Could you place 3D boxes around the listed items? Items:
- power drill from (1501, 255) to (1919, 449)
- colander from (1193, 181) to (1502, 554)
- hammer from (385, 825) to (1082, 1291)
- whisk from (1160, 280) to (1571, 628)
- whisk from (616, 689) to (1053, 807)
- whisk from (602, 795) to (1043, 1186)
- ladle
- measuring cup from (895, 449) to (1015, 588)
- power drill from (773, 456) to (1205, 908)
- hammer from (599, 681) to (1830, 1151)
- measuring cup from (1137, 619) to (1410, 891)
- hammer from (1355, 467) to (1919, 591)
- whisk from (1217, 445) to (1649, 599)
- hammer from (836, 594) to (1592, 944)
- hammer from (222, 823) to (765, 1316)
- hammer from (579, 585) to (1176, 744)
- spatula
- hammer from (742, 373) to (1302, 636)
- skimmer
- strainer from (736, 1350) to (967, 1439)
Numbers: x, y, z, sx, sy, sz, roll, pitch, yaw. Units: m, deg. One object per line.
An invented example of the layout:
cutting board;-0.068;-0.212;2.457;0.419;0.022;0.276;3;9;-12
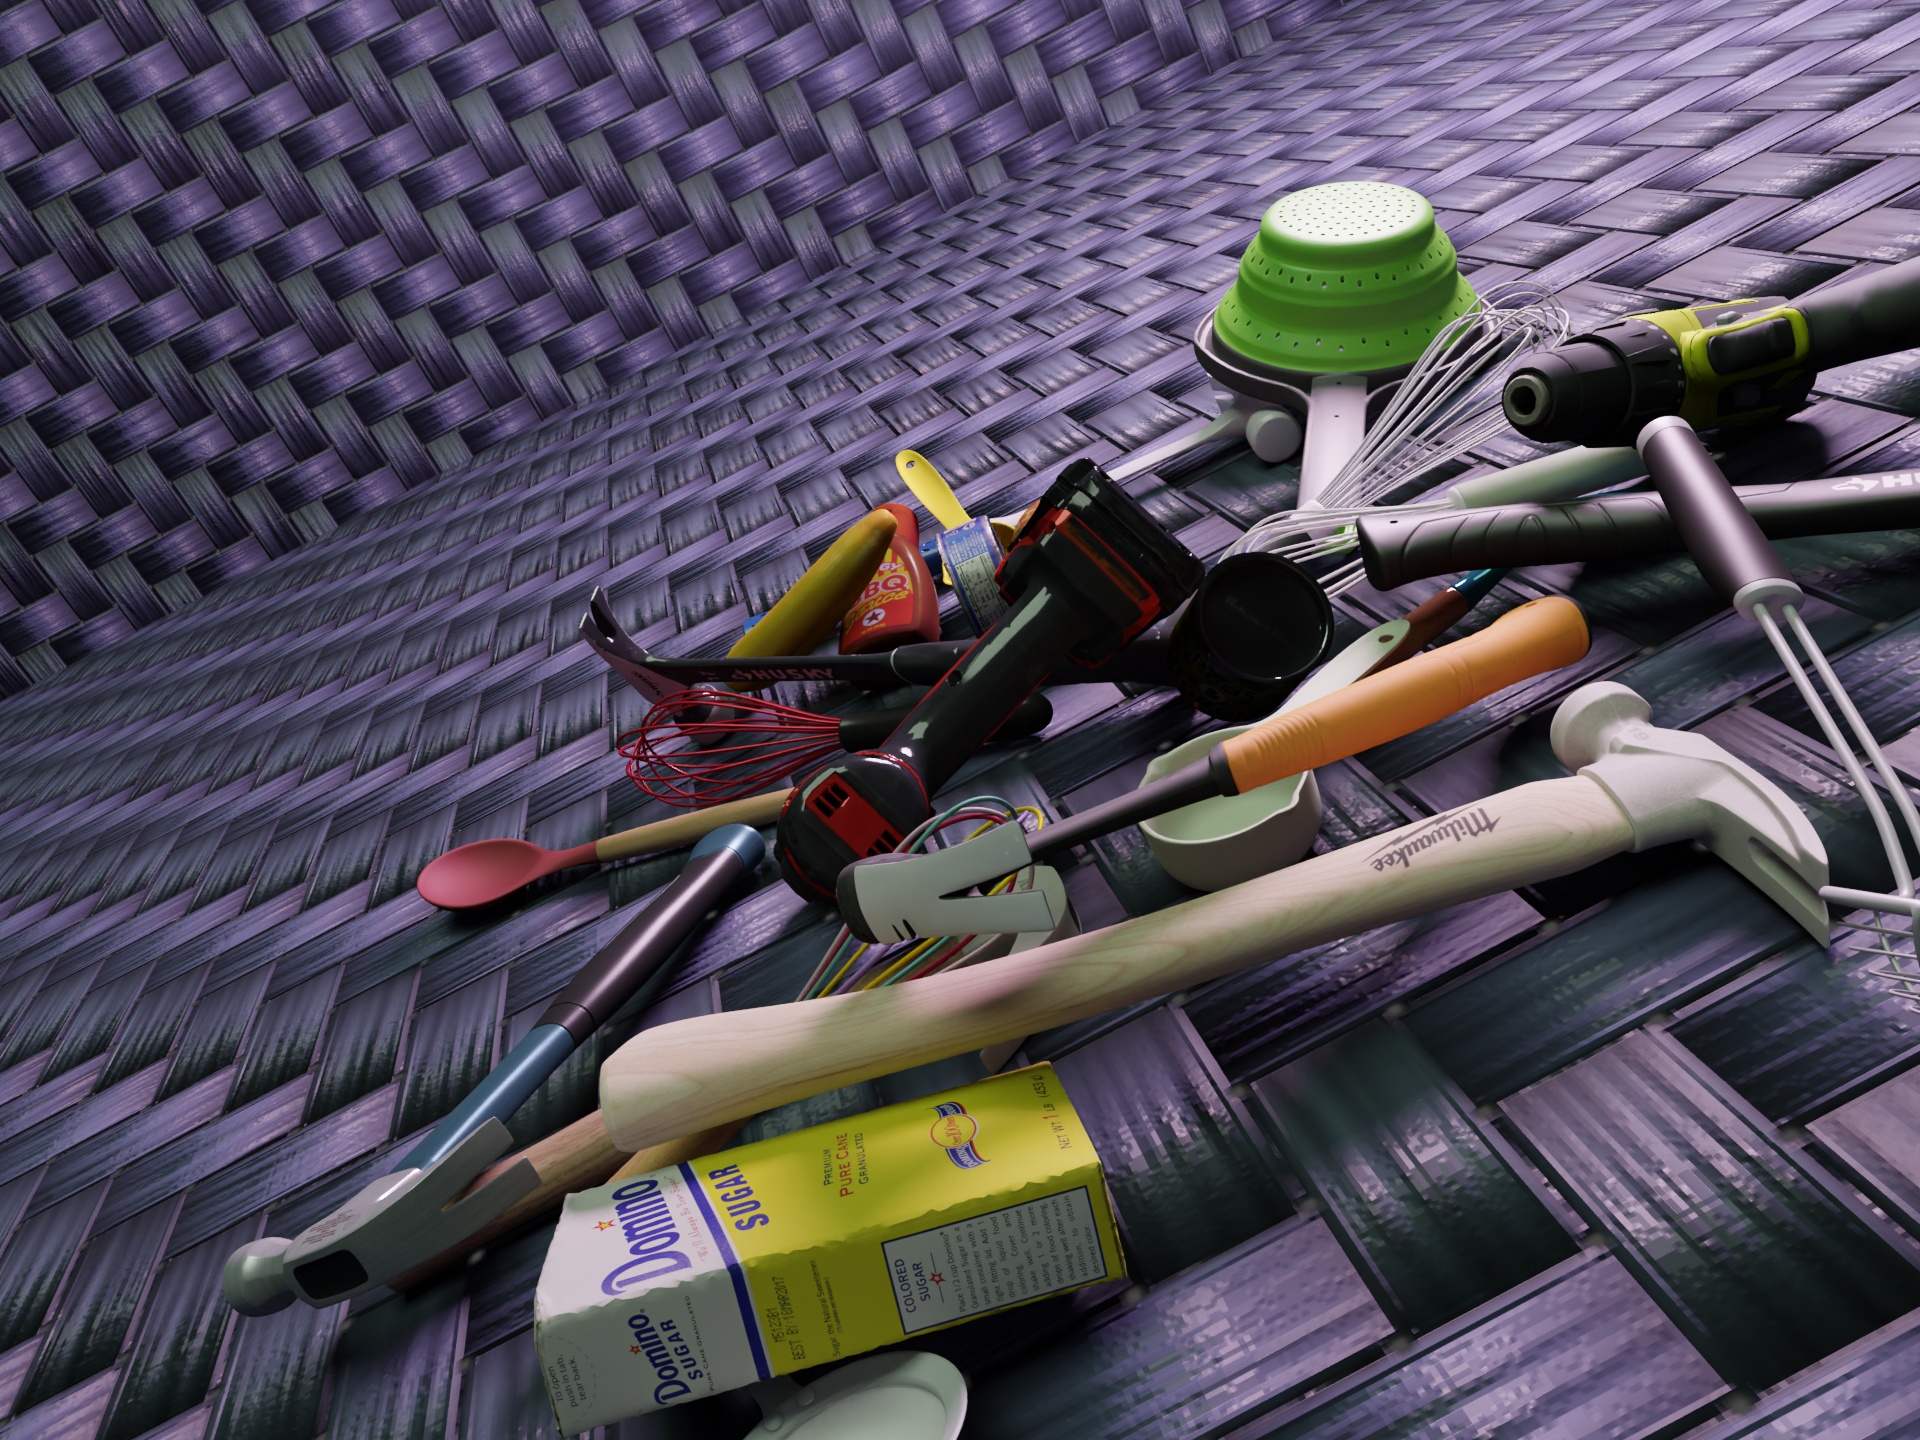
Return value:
power drill;0.370;-0.170;0.686;0.190;0.080;0.228;-14;2;-31
colander;0.239;-0.245;0.999;0.204;0.094;0.397;2;40;15
hammer;-0.099;0.154;0.678;0.331;0.031;0.130;-28;24;-1
whisk;0.214;-0.125;0.850;0.284;0.070;0.070;-42;24;2
whisk;-0.081;0.009;0.921;0.296;0.073;0.073;-6;31;29
whisk;-0.058;0.118;0.615;0.245;0.051;0.047;-44;50;-5
ladle;-0.192;0.071;0.947;0.315;0.031;0.069;-14;29;22
measuring cup;-0.003;-0.132;1.078;0.062;0.029;0.157;-33;52;-2
power drill;-0.001;-0.002;0.749;0.227;0.080;0.188;-47;0;-12
hammer;0.076;0.083;0.550;0.410;0.038;0.146;-17;24;0
measuring cup;0.147;0.014;0.691;0.167;0.038;0.083;-39;31;-25
hammer;0.332;-0.089;0.663;0.335;0.035;0.146;-3;33;28
whisk;0.245;-0.104;0.808;0.246;0.059;0.058;-18;41;1
hammer;0.122;0.009;0.593;0.337;0.034;0.127;-20;0;-28
hammer;-0.183;0.141;0.736;0.128;0.033;0.331;-23;15;31
hammer;-0.045;-0.035;0.912;0.409;0.149;0.036;-1;61;34
spatula;0.216;-0.032;0.739;0.317;0.044;0.082;-35;26;-6
hammer;0.034;-0.140;1.123;0.405;0.035;0.144;-24;24;8
skimmer;0.292;-0.026;0.502;0.127;0.090;0.364;7;39;-4
strainer;-0.062;0.212;0.515;0.087;0.050;0.258;-31;18;-20
